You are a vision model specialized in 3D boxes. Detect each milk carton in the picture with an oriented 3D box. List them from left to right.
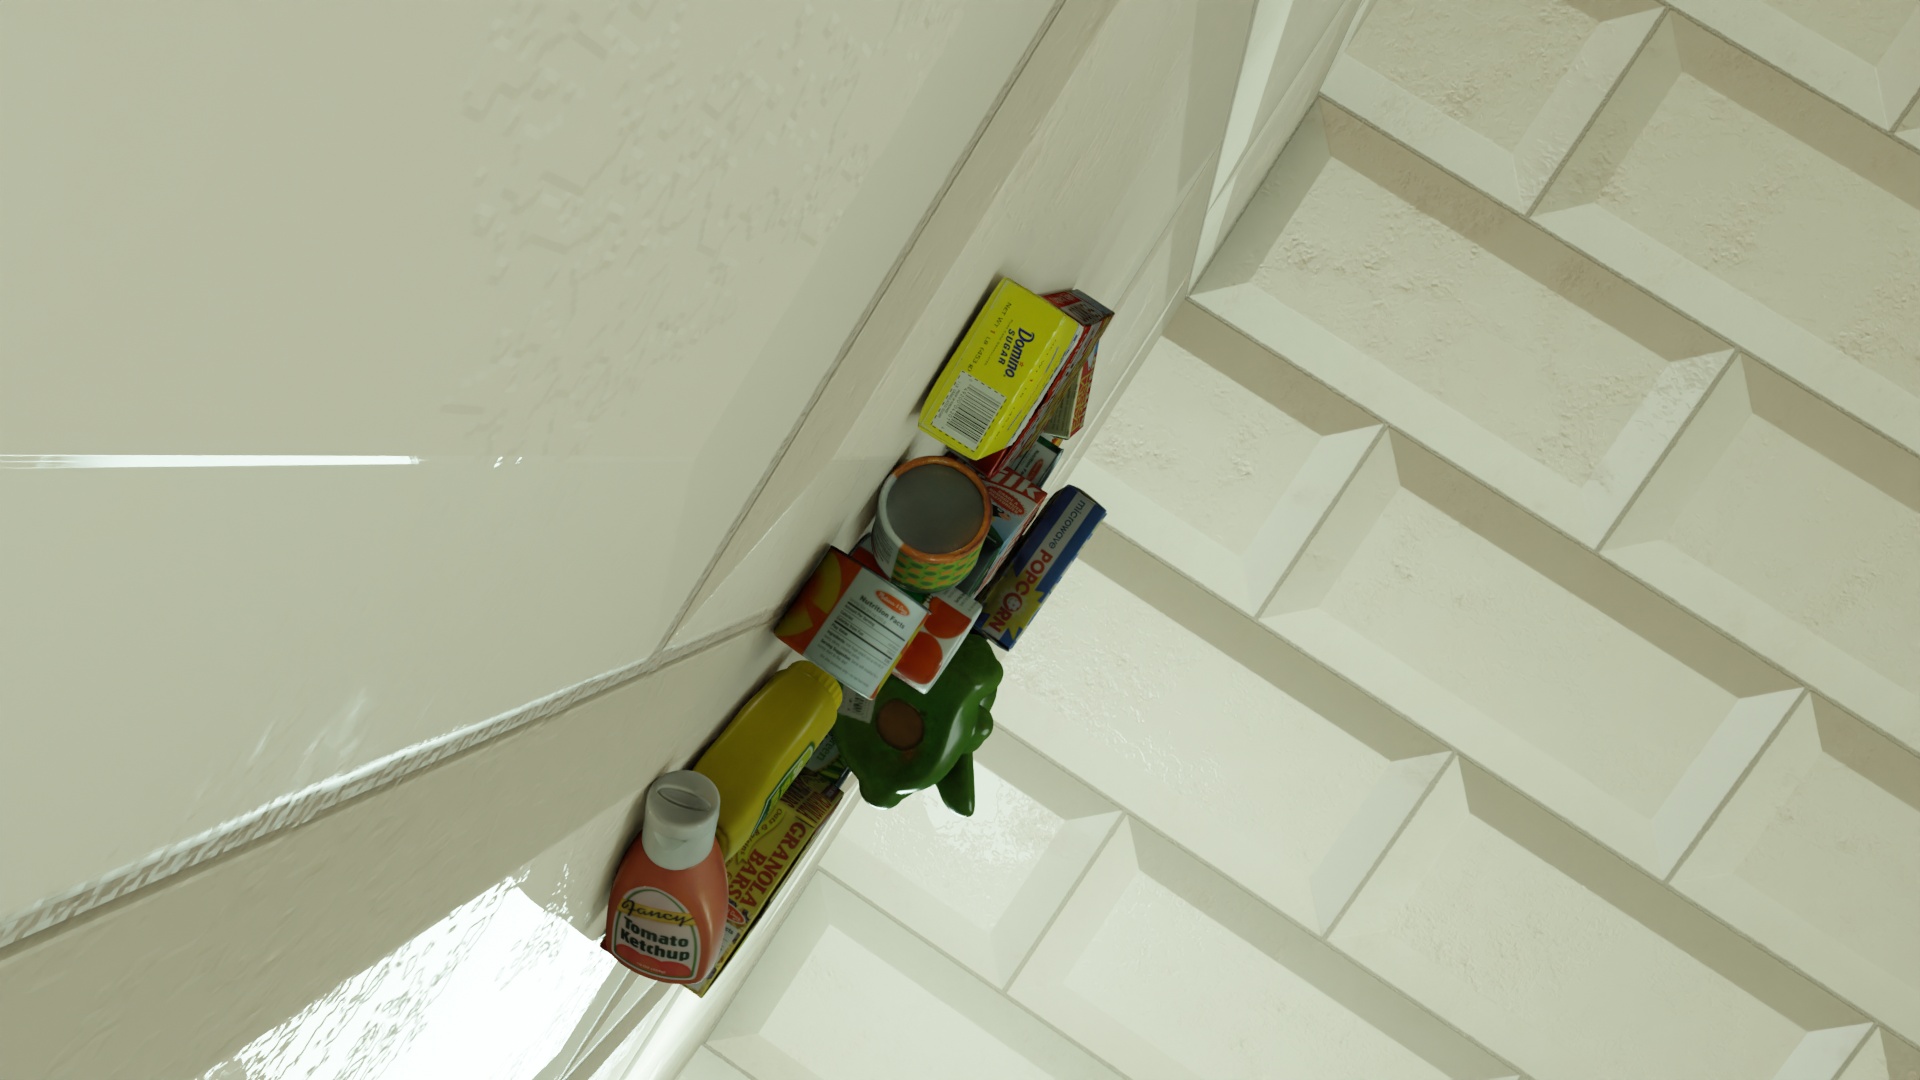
[{"bbox_3d":[0.003,-0.012,0.966,0.073,0.072,0.191,-58,176,22],"label":"milk carton"}]

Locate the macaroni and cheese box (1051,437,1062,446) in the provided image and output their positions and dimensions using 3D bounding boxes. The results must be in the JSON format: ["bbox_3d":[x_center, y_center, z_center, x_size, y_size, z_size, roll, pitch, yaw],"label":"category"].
[{"bbox_3d":[0.049,-0.057,1.337,0.124,0.040,0.165,-52,174,-42],"label":"macaroni and cheese box"}]

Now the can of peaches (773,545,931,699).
[{"bbox_3d":[-0.059,0.044,0.749,0.058,0.071,0.071,-57,175,-6],"label":"can of peaches"}]

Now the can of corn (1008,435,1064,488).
[{"bbox_3d":[0.041,-0.060,1.121,0.071,0.058,0.071,-56,175,-7],"label":"can of corn"}]

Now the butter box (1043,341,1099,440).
[{"bbox_3d":[0.095,-0.139,1.157,0.053,0.024,0.103,-44,146,-64],"label":"butter box"}]

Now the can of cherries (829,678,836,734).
[{"bbox_3d":[-0.078,0.128,1.101,0.059,0.071,0.071,-55,175,-33],"label":"can of cherries"}]

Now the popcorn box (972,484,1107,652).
[{"bbox_3d":[0.055,0.020,1.037,0.127,0.038,0.085,-54,-178,-4],"label":"popcorn box"}]

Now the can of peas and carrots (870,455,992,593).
[{"bbox_3d":[-0.015,-0.010,0.809,0.071,0.071,0.058,-55,175,-21],"label":"can of peas and carrots"}]

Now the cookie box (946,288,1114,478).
[{"bbox_3d":[0.055,-0.116,0.994,0.122,0.040,0.168,-58,175,17],"label":"cookie box"}]

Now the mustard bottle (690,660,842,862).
[{"bbox_3d":[-0.109,0.115,0.806,0.161,0.049,0.065,-52,175,-42],"label":"mustard bottle"}]

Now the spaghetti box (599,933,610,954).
[{"bbox_3d":[-0.178,0.223,0.958,0.050,0.029,0.250,-57,175,8],"label":"spaghetti box"}]

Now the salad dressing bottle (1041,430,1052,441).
[{"bbox_3d":[0.054,-0.083,1.205,0.148,0.044,0.064,-56,174,-27],"label":"salad dressing bottle"}]

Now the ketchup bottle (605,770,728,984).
[{"bbox_3d":[-0.152,0.179,0.736,0.044,0.065,0.148,-70,178,-48],"label":"ketchup bottle"}]

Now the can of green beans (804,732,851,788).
[{"bbox_3d":[-0.118,0.174,1.060,0.071,0.058,0.071,-56,175,-7],"label":"can of green beans"}]

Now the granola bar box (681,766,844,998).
[{"bbox_3d":[-0.132,0.217,0.907,0.124,0.039,0.165,-56,178,-2],"label":"granola bar box"}]

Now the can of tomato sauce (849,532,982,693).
[{"bbox_3d":[-0.039,0.047,0.854,0.071,0.083,0.071,-57,175,-7],"label":"can of tomato sauce"}]
